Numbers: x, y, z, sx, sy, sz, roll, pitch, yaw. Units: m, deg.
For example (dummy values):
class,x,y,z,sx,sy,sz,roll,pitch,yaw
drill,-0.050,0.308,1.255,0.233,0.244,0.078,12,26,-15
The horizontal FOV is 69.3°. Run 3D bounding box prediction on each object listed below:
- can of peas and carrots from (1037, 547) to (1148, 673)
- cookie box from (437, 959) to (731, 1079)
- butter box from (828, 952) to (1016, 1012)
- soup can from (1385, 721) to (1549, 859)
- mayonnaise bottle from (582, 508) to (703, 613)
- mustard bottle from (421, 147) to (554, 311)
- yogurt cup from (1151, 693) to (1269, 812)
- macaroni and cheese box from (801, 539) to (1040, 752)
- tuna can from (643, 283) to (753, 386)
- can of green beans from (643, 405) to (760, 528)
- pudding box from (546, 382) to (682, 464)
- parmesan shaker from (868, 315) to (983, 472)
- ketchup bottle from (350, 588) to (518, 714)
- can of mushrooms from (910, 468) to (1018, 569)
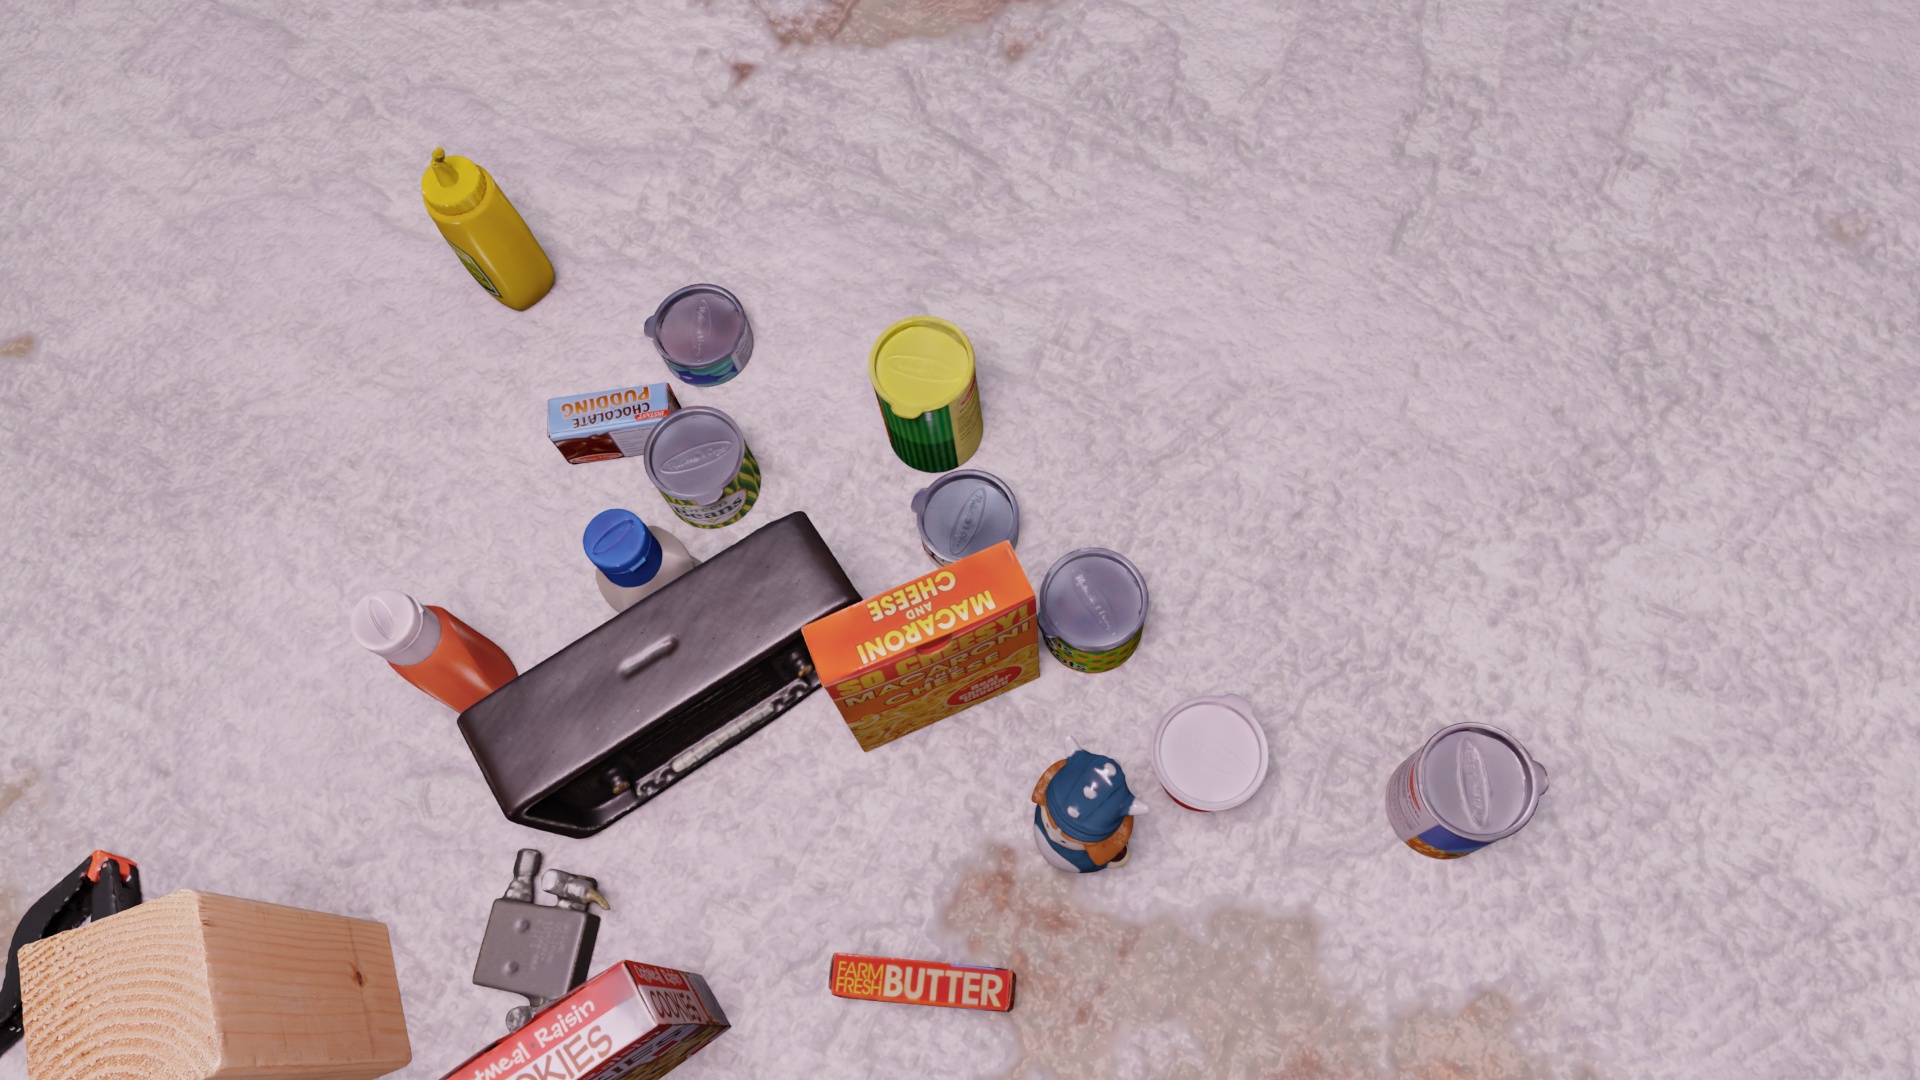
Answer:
class,x,y,z,sx,sy,sz,roll,pitch,yaw
can of peas and carrots,0.081,0.046,0.867,0.071,0.058,0.071,-1,70,3
cookie box,-0.201,0.278,0.740,0.123,0.167,0.040,-33,71,-8
butter box,-0.021,0.255,0.798,0.103,0.053,0.024,4,70,5
soup can,0.290,0.146,0.802,0.071,0.083,0.071,-1,70,3
mayonnaise bottle,-0.189,0.023,0.846,0.065,0.147,0.041,-42,73,-11
mustard bottle,-0.326,-0.216,0.938,0.065,0.159,0.049,40,77,16
yogurt cup,0.147,0.132,0.833,0.072,0.053,0.072,-1,70,3
macaroni and cheese box,-0.016,0.067,0.808,0.124,0.166,0.040,-23,70,-5
tuna can,-0.182,-0.142,0.969,0.071,0.032,0.071,-1,69,3
can of green beans,-0.170,-0.047,0.919,0.071,0.057,0.071,-1,70,3
pudding box,-0.232,-0.079,0.939,0.084,0.049,0.030,-9,70,1
parmesan shaker,-0.022,-0.090,0.901,0.071,0.102,0.071,-1,70,3
ketchup bottle,-0.315,0.067,0.837,0.043,0.148,0.065,-34,71,-8
can of mushrooms,0.003,-0.011,0.907,0.071,0.033,0.071,-1,69,3
